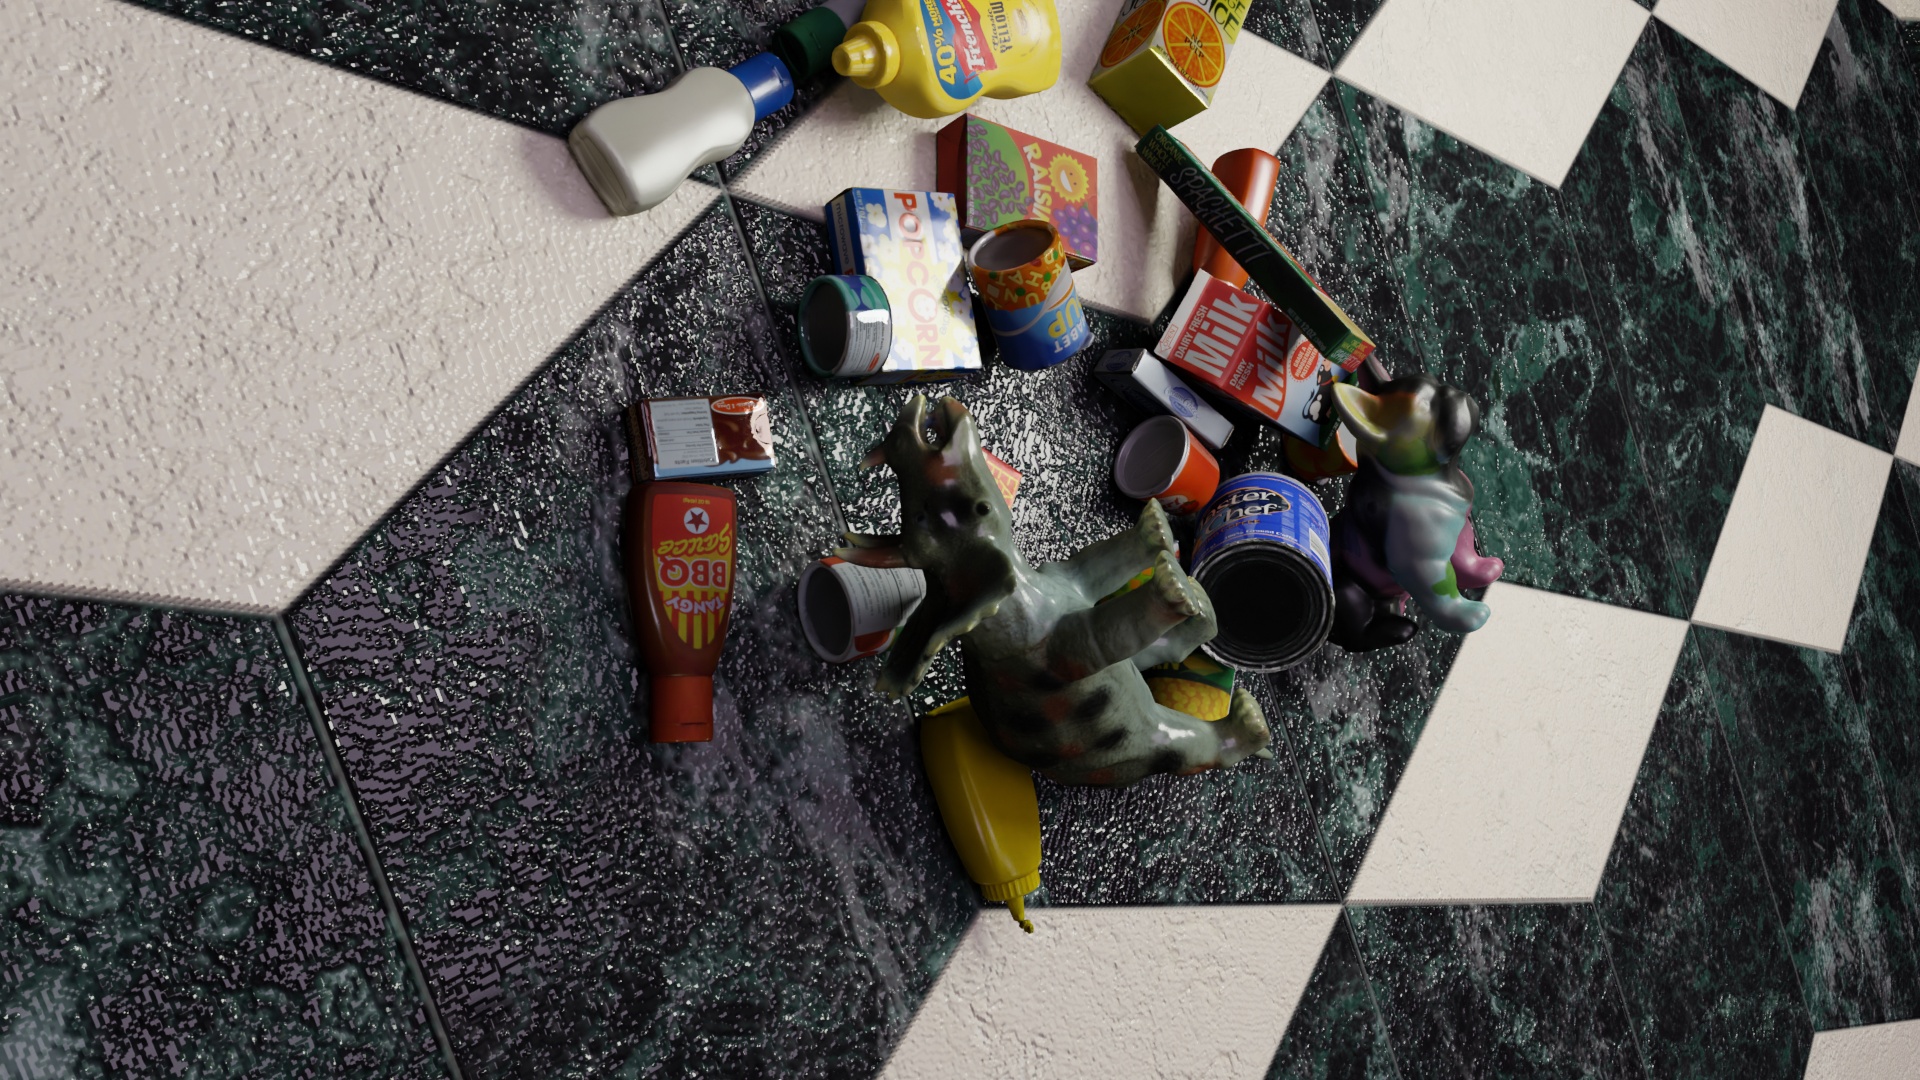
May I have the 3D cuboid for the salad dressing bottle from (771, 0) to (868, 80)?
[{"bbox_3d":[-0.065,-0.360,0.946,0.148,0.044,0.064,-42,115,-32],"label":"salad dressing bottle"}]

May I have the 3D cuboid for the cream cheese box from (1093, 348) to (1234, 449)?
[{"bbox_3d":[0.154,-0.107,1.055,0.103,0.053,0.024,35,79,-27],"label":"cream cheese box"}]

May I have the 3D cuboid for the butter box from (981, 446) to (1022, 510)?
[{"bbox_3d":[0.003,-0.012,0.948,0.053,0.024,0.104,31,65,-29],"label":"butter box"}]

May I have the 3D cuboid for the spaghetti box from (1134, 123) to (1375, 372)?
[{"bbox_3d":[0.218,-0.225,1.049,0.050,0.028,0.251,11,39,-53],"label":"spaghetti box"}]

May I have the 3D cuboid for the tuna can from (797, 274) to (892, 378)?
[{"bbox_3d":[-0.076,-0.138,0.888,0.033,0.071,0.071,-7,87,-36],"label":"tuna can"}]

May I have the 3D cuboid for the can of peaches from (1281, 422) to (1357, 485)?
[{"bbox_3d":[0.316,-0.085,1.170,0.071,0.058,0.071,7,78,-35],"label":"can of peaches"}]

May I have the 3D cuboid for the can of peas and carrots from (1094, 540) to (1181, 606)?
[{"bbox_3d":[0.126,0.032,1.006,0.071,0.071,0.058,-8,92,-37],"label":"can of peas and carrots"}]

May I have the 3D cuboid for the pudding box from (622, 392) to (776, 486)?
[{"bbox_3d":[-0.156,-0.061,0.835,0.084,0.030,0.049,-8,86,-37],"label":"pudding box"}]

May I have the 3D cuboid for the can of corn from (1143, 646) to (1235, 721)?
[{"bbox_3d":[0.164,0.109,1.021,0.071,0.071,0.058,25,69,-31],"label":"can of corn"}]

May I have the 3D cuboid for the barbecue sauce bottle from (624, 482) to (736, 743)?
[{"bbox_3d":[-0.162,0.042,0.805,0.065,0.043,0.148,5,80,-37],"label":"barbecue sauce bottle"}]

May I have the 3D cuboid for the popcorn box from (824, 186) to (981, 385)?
[{"bbox_3d":[-0.038,-0.171,0.936,0.085,0.038,0.126,-7,86,-38],"label":"popcorn box"}]

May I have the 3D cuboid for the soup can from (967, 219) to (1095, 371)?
[{"bbox_3d":[0.050,-0.170,0.962,0.072,0.071,0.083,-52,138,-30],"label":"soup can"}]

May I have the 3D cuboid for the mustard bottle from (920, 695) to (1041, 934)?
[{"bbox_3d":[0.020,0.183,0.912,0.065,0.048,0.160,-16,92,-41],"label":"mustard bottle"}]

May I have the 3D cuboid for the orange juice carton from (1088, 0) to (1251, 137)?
[{"bbox_3d":[0.179,-0.424,1.118,0.071,0.073,0.193,36,62,-26],"label":"orange juice carton"}]

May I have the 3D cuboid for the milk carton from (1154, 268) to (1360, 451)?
[{"bbox_3d":[0.223,-0.140,1.070,0.190,0.073,0.072,23,97,-42],"label":"milk carton"}]

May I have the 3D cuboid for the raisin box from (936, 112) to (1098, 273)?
[{"bbox_3d":[0.043,-0.250,1.009,0.123,0.040,0.086,8,77,-36],"label":"raisin box"}]

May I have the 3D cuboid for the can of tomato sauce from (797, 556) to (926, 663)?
[{"bbox_3d":[-0.052,0.038,0.875,0.083,0.071,0.071,-11,89,-37],"label":"can of tomato sauce"}]

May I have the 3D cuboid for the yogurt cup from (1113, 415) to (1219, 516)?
[{"bbox_3d":[0.158,-0.053,1.046,0.054,0.072,0.072,30,66,-38],"label":"yogurt cup"}]

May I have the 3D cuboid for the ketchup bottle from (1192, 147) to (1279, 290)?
[{"bbox_3d":[0.215,-0.239,1.122,0.043,0.064,0.149,18,81,-24],"label":"ketchup bottle"}]

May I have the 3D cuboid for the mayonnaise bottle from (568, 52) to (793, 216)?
[{"bbox_3d":[-0.166,-0.257,0.856,0.149,0.041,0.064,-42,108,-35],"label":"mayonnaise bottle"}]
